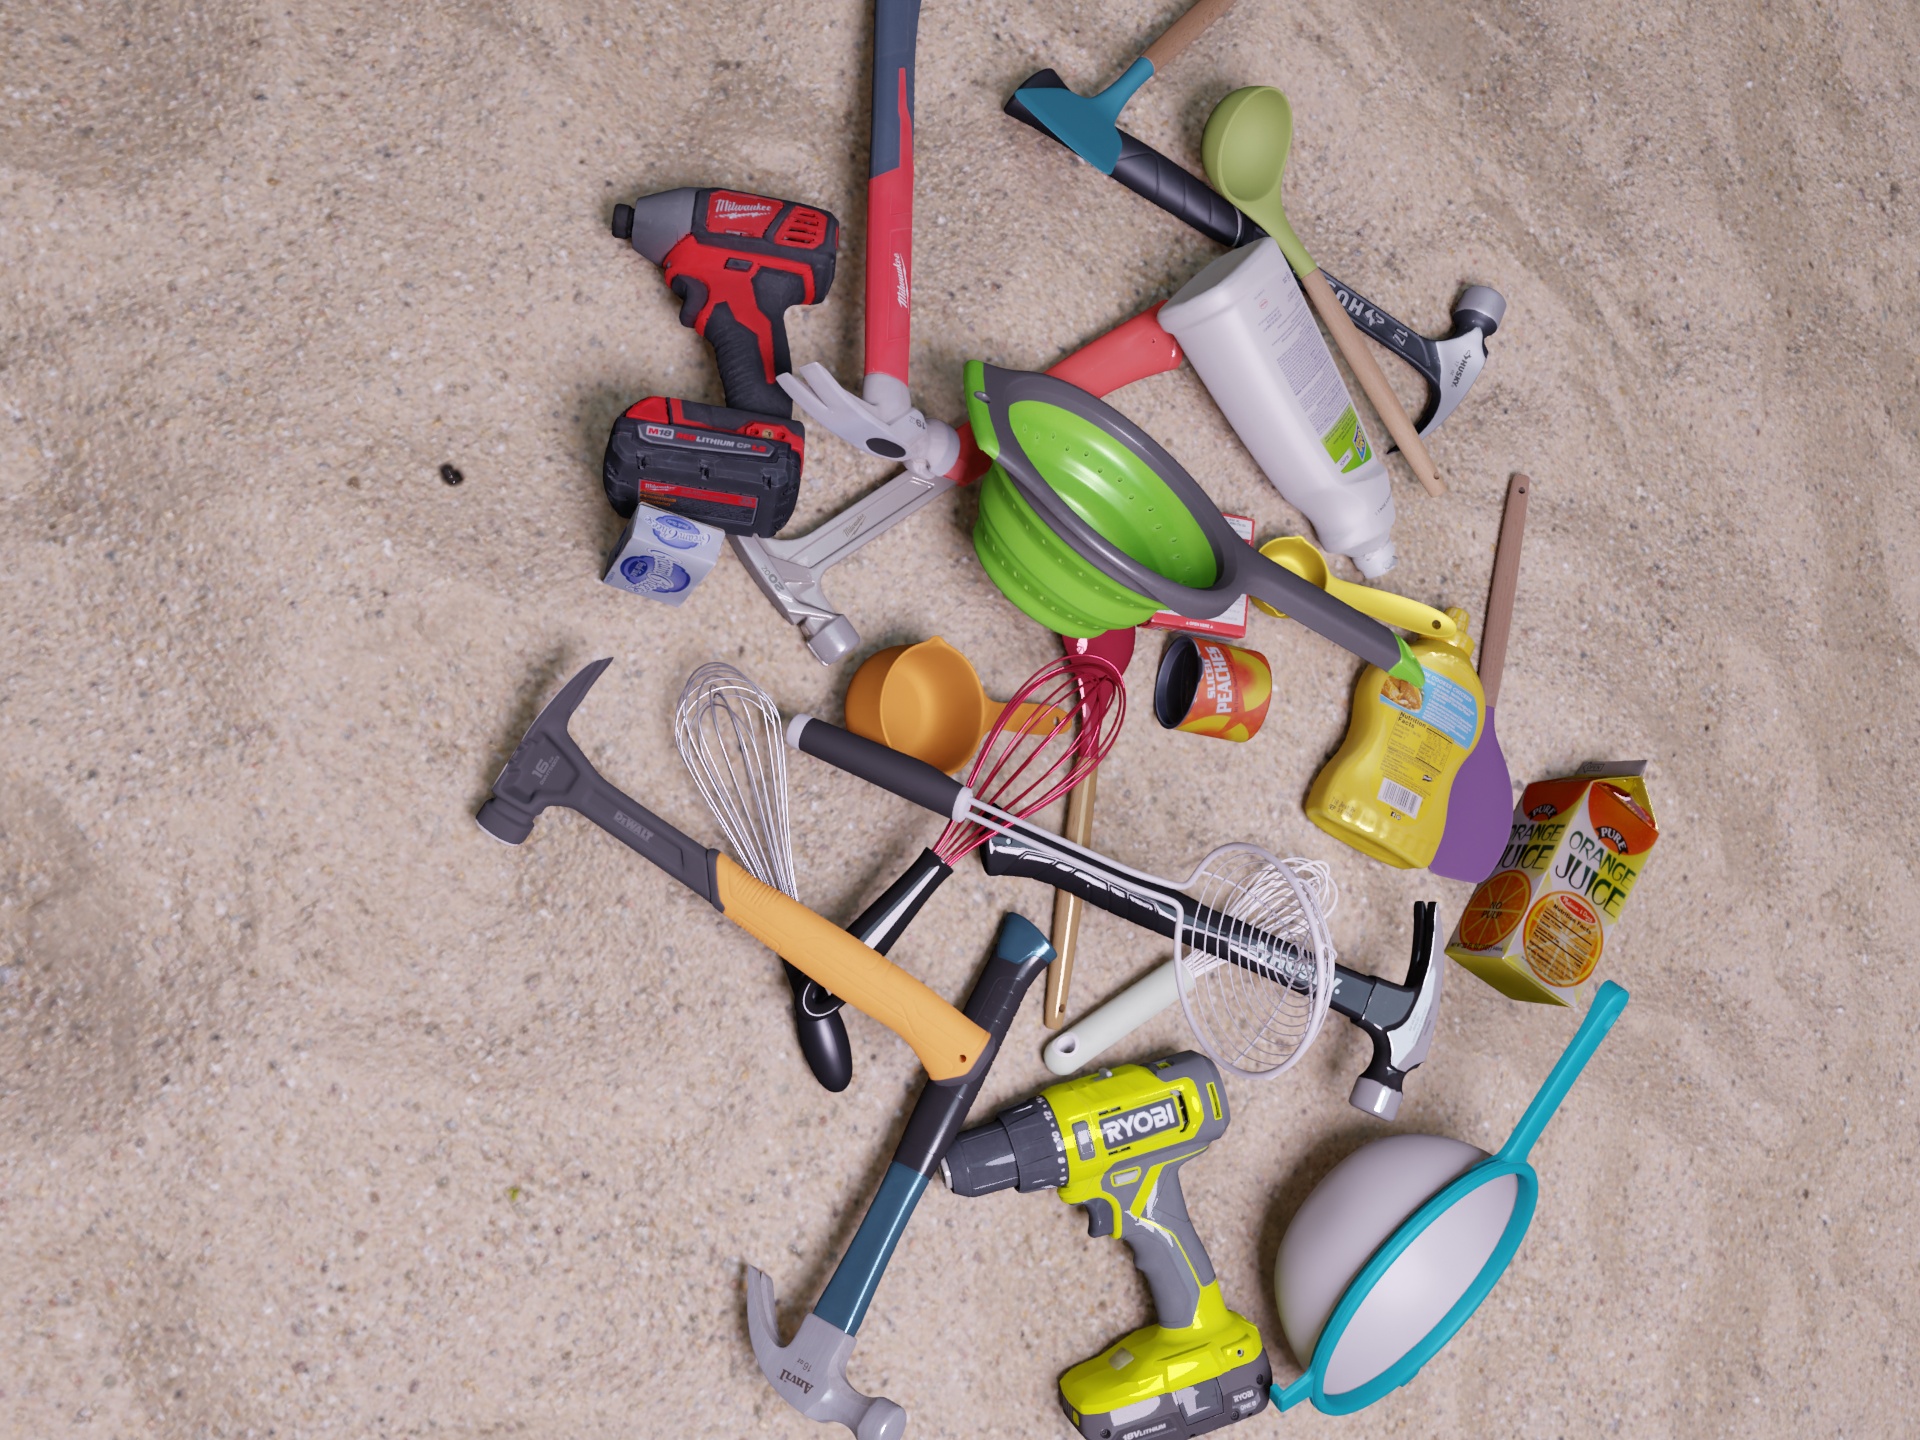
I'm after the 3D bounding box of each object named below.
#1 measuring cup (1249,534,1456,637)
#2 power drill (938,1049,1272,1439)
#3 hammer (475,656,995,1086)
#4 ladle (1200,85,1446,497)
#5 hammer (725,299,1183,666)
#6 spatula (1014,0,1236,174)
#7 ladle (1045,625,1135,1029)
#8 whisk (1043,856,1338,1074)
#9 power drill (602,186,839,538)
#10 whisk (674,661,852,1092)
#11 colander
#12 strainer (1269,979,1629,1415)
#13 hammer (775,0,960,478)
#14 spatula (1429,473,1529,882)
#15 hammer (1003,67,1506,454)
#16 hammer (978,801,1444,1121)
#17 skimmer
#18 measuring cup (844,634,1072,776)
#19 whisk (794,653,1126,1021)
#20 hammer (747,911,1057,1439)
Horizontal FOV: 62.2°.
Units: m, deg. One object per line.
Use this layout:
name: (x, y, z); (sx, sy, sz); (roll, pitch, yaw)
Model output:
measuring cup: (0.279, -0.086, 1.144); (0.156, 0.029, 0.062); (18, 79, -5)
power drill: (0.098, 0.345, 1.035); (0.190, 0.080, 0.228); (-14, 87, -13)
hammer: (-0.120, 0.102, 0.946); (0.337, 0.034, 0.127); (35, 98, 2)
ladle: (0.268, -0.298, 1.126); (0.078, 0.062, 0.320); (-38, 100, -23)
hammer: (0.007, -0.193, 1.074); (0.359, 0.037, 0.149); (-36, 97, -17)
spatula: (0.150, -0.480, 1.121); (0.082, 0.044, 0.317); (41, 64, 0)
ladle: (0.082, 0.051, 1.081); (0.069, 0.031, 0.315); (11, 84, -35)
whisk: (0.159, 0.168, 1.090); (0.246, 0.059, 0.058); (-32, 52, -14)
power drill: (-0.155, -0.233, 0.986); (0.143, 0.078, 0.220); (8, 68, -10)
whisk: (-0.115, 0.100, 0.998); (0.070, 0.070, 0.284); (-19, 95, -19)
colander: (0.142, -0.088, 1.049); (0.396, 0.094, 0.205); (26, 34, -26)
strainer: (0.311, 0.296, 1.053); (0.210, 0.095, 0.340); (19, 105, -47)
hammer: (-0.054, -0.356, 1.020); (0.143, 0.038, 0.386); (22, 64, -52)
spatula: (0.402, -0.034, 1.199); (0.060, 0.018, 0.316); (11, 81, -1)
hammer: (0.211, -0.344, 1.157); (0.408, 0.036, 0.149); (28, 78, -14)
hammer: (0.165, 0.133, 1.055); (0.334, 0.035, 0.146); (24, 82, -5)
skimmer: (0.042, 0.081, 0.909); (0.363, 0.090, 0.127); (23, 116, 18)
measuring cup: (-0.002, -0.003, 1.053); (0.173, 0.052, 0.095); (5, 85, -43)
whisk: (0.001, 0.073, 0.994); (0.073, 0.073, 0.296); (44, 81, -10)
hammer: (-0.024, 0.270, 0.996); (0.331, 0.128, 0.033); (-61, 148, -22)
